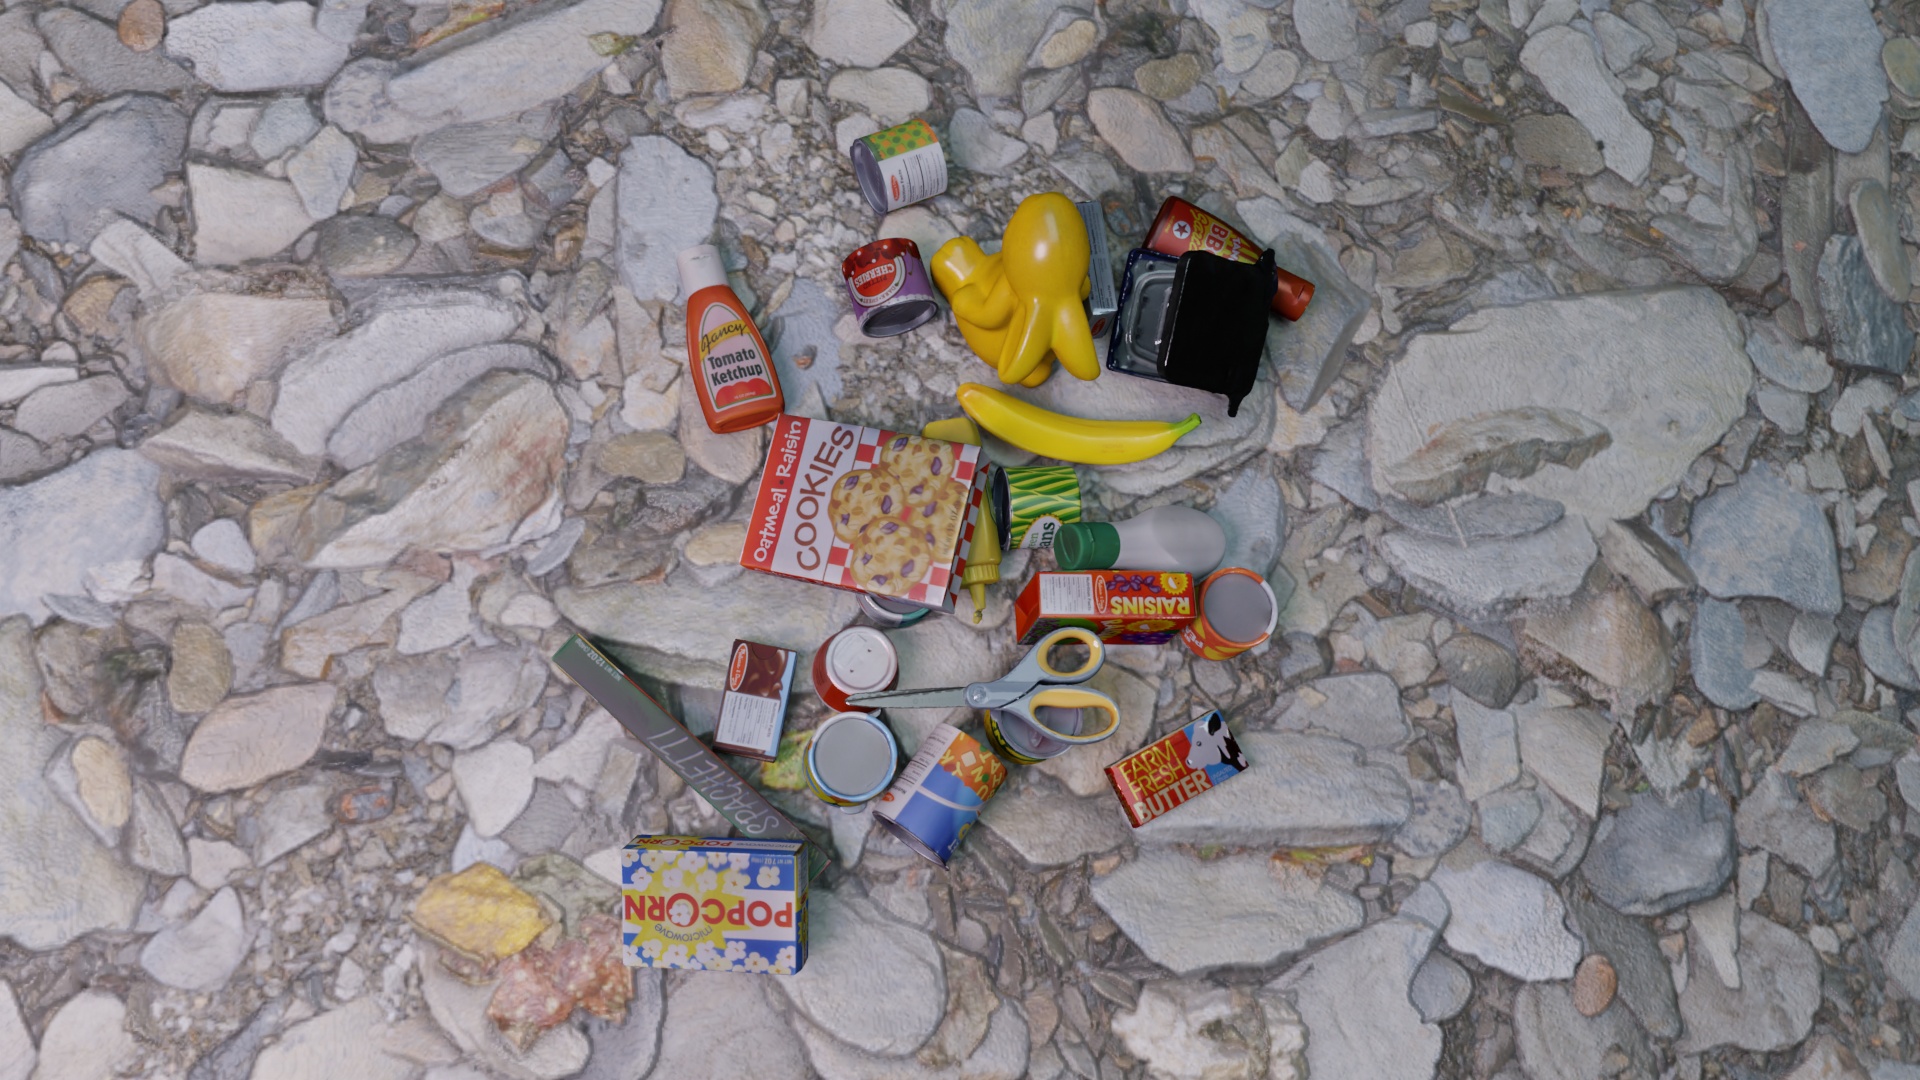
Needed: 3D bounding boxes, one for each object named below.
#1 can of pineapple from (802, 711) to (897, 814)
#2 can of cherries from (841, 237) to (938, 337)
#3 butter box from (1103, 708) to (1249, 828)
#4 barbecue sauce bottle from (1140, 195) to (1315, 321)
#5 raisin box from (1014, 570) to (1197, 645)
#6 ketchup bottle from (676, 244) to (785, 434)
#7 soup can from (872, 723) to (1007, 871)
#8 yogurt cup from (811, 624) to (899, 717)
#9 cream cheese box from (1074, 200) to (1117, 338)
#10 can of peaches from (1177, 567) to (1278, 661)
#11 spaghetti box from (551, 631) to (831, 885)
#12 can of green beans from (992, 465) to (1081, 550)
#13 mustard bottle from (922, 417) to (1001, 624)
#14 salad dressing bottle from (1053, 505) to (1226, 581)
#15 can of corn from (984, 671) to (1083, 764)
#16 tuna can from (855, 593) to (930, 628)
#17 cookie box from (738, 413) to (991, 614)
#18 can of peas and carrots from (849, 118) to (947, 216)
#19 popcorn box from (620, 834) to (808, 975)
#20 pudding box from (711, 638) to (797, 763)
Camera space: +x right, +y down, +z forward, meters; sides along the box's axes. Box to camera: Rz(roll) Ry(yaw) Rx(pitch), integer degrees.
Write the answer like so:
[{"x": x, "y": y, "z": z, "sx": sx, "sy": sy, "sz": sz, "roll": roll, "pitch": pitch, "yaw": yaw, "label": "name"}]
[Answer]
[{"x": -0.081, "y": 0.164, "z": 1.025, "sx": 0.071, "sy": 0.057, "sz": 0.071, "roll": 3, "pitch": 75, "yaw": -9, "label": "can of pineapple"}, {"x": -0.058, "y": -0.205, "z": 1.125, "sx": 0.071, "sy": 0.071, "sz": 0.058, "roll": -15, "pitch": 78, "yaw": -13, "label": "can of cherries"}, {"x": 0.167, "y": 0.177, "z": 1.082, "sx": 0.104, "sy": 0.024, "sz": 0.053, "roll": -25, "pitch": 80, "yaw": -16, "label": "butter box"}, {"x": 0.231, "y": -0.237, "z": 1.197, "sx": 0.148, "sy": 0.043, "sz": 0.065, "roll": 27, "pitch": 78, "yaw": -2, "label": "barbecue sauce bottle"}, {"x": 0.110, "y": 0.053, "z": 1.074, "sx": 0.123, "sy": 0.085, "sz": 0.040, "roll": 1, "pitch": 70, "yaw": -9, "label": "raisin box"}, {"x": -0.189, "y": -0.162, "z": 1.105, "sx": 0.065, "sy": 0.043, "sz": 0.149, "roll": -16, "pitch": 77, "yaw": -13, "label": "ketchup bottle"}, {"x": -0.012, "y": 0.189, "z": 1.026, "sx": 0.071, "sy": 0.071, "sz": 0.084, "roll": 37, "pitch": 72, "yaw": 2, "label": "soup can"}, {"x": -0.077, "y": 0.095, "z": 1.047, "sx": 0.072, "sy": 0.053, "sz": 0.072, "roll": 3, "pitch": 74, "yaw": -9, "label": "yogurt cup"}, {"x": 0.109, "y": -0.228, "z": 1.169, "sx": 0.024, "sy": 0.053, "sz": 0.104, "roll": -5, "pitch": 76, "yaw": -9, "label": "cream cheese box"}, {"x": 0.209, "y": 0.059, "z": 1.104, "sx": 0.071, "sy": 0.058, "sz": 0.071, "roll": 3, "pitch": 75, "yaw": -10, "label": "can of peaches"}, {"x": -0.195, "y": 0.161, "z": 1.011, "sx": 0.250, "sy": 0.050, "sz": 0.029, "roll": 41, "pitch": 75, "yaw": 3, "label": "spaghetti box"}, {"x": 0.060, "y": -0.026, "z": 1.098, "sx": 0.058, "sy": 0.071, "sz": 0.071, "roll": -1, "pitch": 75, "yaw": -10, "label": "can of green beans"}, {"x": 0.004, "y": -0.014, "z": 1.088, "sx": 0.049, "sy": 0.065, "sz": 0.160, "roll": -10, "pitch": 81, "yaw": 3, "label": "mustard bottle"}, {"x": 0.141, "y": 0.003, "z": 1.086, "sx": 0.148, "sy": 0.043, "sz": 0.064, "roll": 0, "pitch": 62, "yaw": -35, "label": "salad dressing bottle"}, {"x": 0.052, "y": 0.135, "z": 1.056, "sx": 0.071, "sy": 0.058, "sz": 0.071, "roll": 2, "pitch": 75, "yaw": -9, "label": "can of corn"}, {"x": -0.046, "y": 0.031, "z": 1.081, "sx": 0.071, "sy": 0.032, "sz": 0.071, "roll": 2, "pitch": 75, "yaw": -9, "label": "tuna can"}, {"x": -0.072, "y": -0.022, "z": 1.050, "sx": 0.167, "sy": 0.040, "sz": 0.123, "roll": 11, "pitch": 80, "yaw": 18, "label": "cookie box"}, {"x": -0.052, "y": -0.313, "z": 1.160, "sx": 0.059, "sy": 0.070, "sz": 0.071, "roll": -23, "pitch": 80, "yaw": -15, "label": "can of peas and carrots"}, {"x": -0.170, "y": 0.252, "z": 0.966, "sx": 0.127, "sy": 0.038, "sz": 0.085, "roll": 1, "pitch": 95, "yaw": 8, "label": "popcorn box"}, {"x": -0.153, "y": 0.120, "z": 1.040, "sx": 0.050, "sy": 0.030, "sz": 0.084, "roll": 11, "pitch": 73, "yaw": -5, "label": "pudding box"}]
